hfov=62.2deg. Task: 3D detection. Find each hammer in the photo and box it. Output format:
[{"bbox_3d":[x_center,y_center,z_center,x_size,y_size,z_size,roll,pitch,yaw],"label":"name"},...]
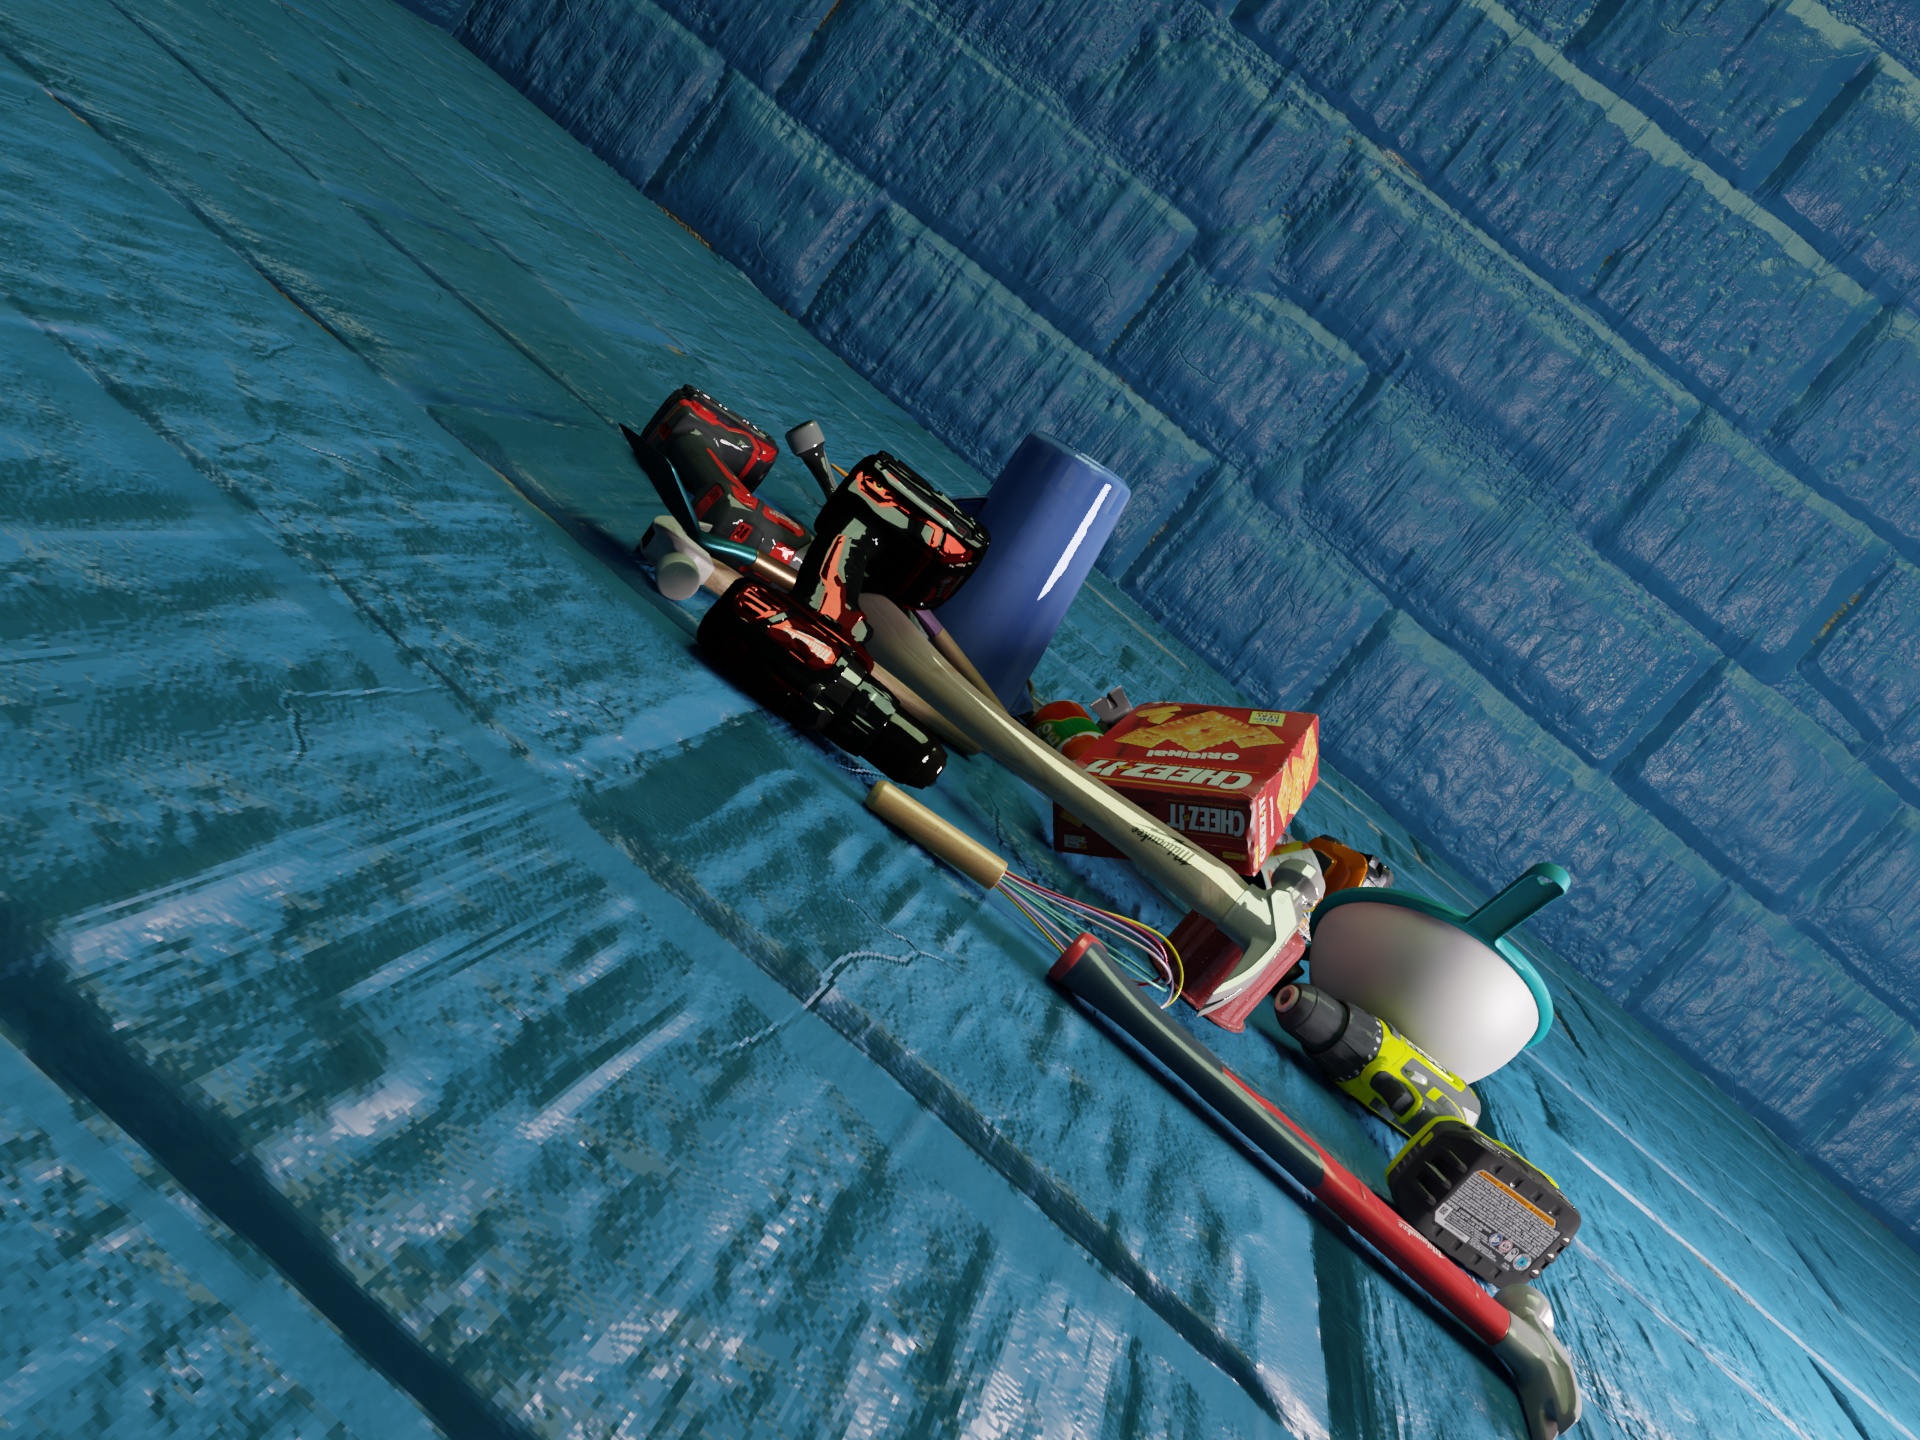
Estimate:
[{"bbox_3d":[-0.106,-0.060,1.231,0.331,0.031,0.130,32,15,-31],"label":"hammer"},{"bbox_3d":[0.213,0.104,1.440,0.146,0.035,0.335,49,10,-52],"label":"hammer"},{"bbox_3d":[0.060,0.042,1.150,0.411,0.038,0.146,37,51,15],"label":"hammer"},{"bbox_3d":[-0.112,-0.183,1.448,0.409,0.036,0.149,-111,175,-73],"label":"hammer"},{"bbox_3d":[0.207,0.271,0.955,0.386,0.038,0.143,40,14,5],"label":"hammer"}]

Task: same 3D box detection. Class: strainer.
[{"bbox_3d":[0.382,0.211,1.266,0.211,0.095,0.340,33,-27,8],"label":"strainer"}]

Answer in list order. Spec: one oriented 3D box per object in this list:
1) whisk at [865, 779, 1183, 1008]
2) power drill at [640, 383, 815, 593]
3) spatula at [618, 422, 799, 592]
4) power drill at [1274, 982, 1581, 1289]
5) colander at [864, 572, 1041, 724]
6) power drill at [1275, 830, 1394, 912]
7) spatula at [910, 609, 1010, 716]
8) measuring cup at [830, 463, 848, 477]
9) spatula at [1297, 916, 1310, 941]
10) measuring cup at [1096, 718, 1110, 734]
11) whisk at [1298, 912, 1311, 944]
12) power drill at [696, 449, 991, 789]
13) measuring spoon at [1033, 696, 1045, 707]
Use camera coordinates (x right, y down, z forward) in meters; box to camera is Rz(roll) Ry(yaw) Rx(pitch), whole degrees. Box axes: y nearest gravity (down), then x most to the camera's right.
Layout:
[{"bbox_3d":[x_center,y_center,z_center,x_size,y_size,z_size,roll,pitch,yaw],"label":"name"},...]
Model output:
[{"bbox_3d":[0.044,0.111,1.039,0.245,0.047,0.051,35,14,-6],"label":"whisk"},{"bbox_3d":[-0.186,-0.187,1.354,0.143,0.078,0.220,29,19,-40],"label":"power drill"},{"bbox_3d":[-0.132,-0.121,1.191,0.317,0.044,0.082,29,6,-45],"label":"spatula"},{"bbox_3d":[0.330,0.289,1.160,0.190,0.080,0.229,37,10,-18],"label":"power drill"},{"bbox_3d":[0.064,-0.062,1.566,0.397,0.094,0.204,44,14,27],"label":"colander"},{"bbox_3d":[0.340,0.133,1.659,0.226,0.084,0.164,33,-5,-22],"label":"power drill"},{"bbox_3d":[-0.006,-0.054,1.321,0.315,0.018,0.060,53,10,-25],"label":"spatula"},{"bbox_3d":[-0.095,-0.219,1.784,0.174,0.052,0.095,40,12,13],"label":"measuring cup"},{"bbox_3d":[0.247,0.132,1.605,0.322,0.041,0.081,41,13,-12],"label":"spatula"},{"bbox_3d":[0.193,0.058,1.658,0.083,0.038,0.168,26,18,-49],"label":"measuring cup"},{"bbox_3d":[0.262,0.109,1.551,0.285,0.070,0.070,55,18,26],"label":"whisk"},{"bbox_3d":[-0.059,-0.069,1.117,0.188,0.080,0.227,38,45,-5],"label":"power drill"},{"bbox_3d":[0.100,0.005,1.653,0.124,0.018,0.034,39,-2,32],"label":"measuring spoon"}]
